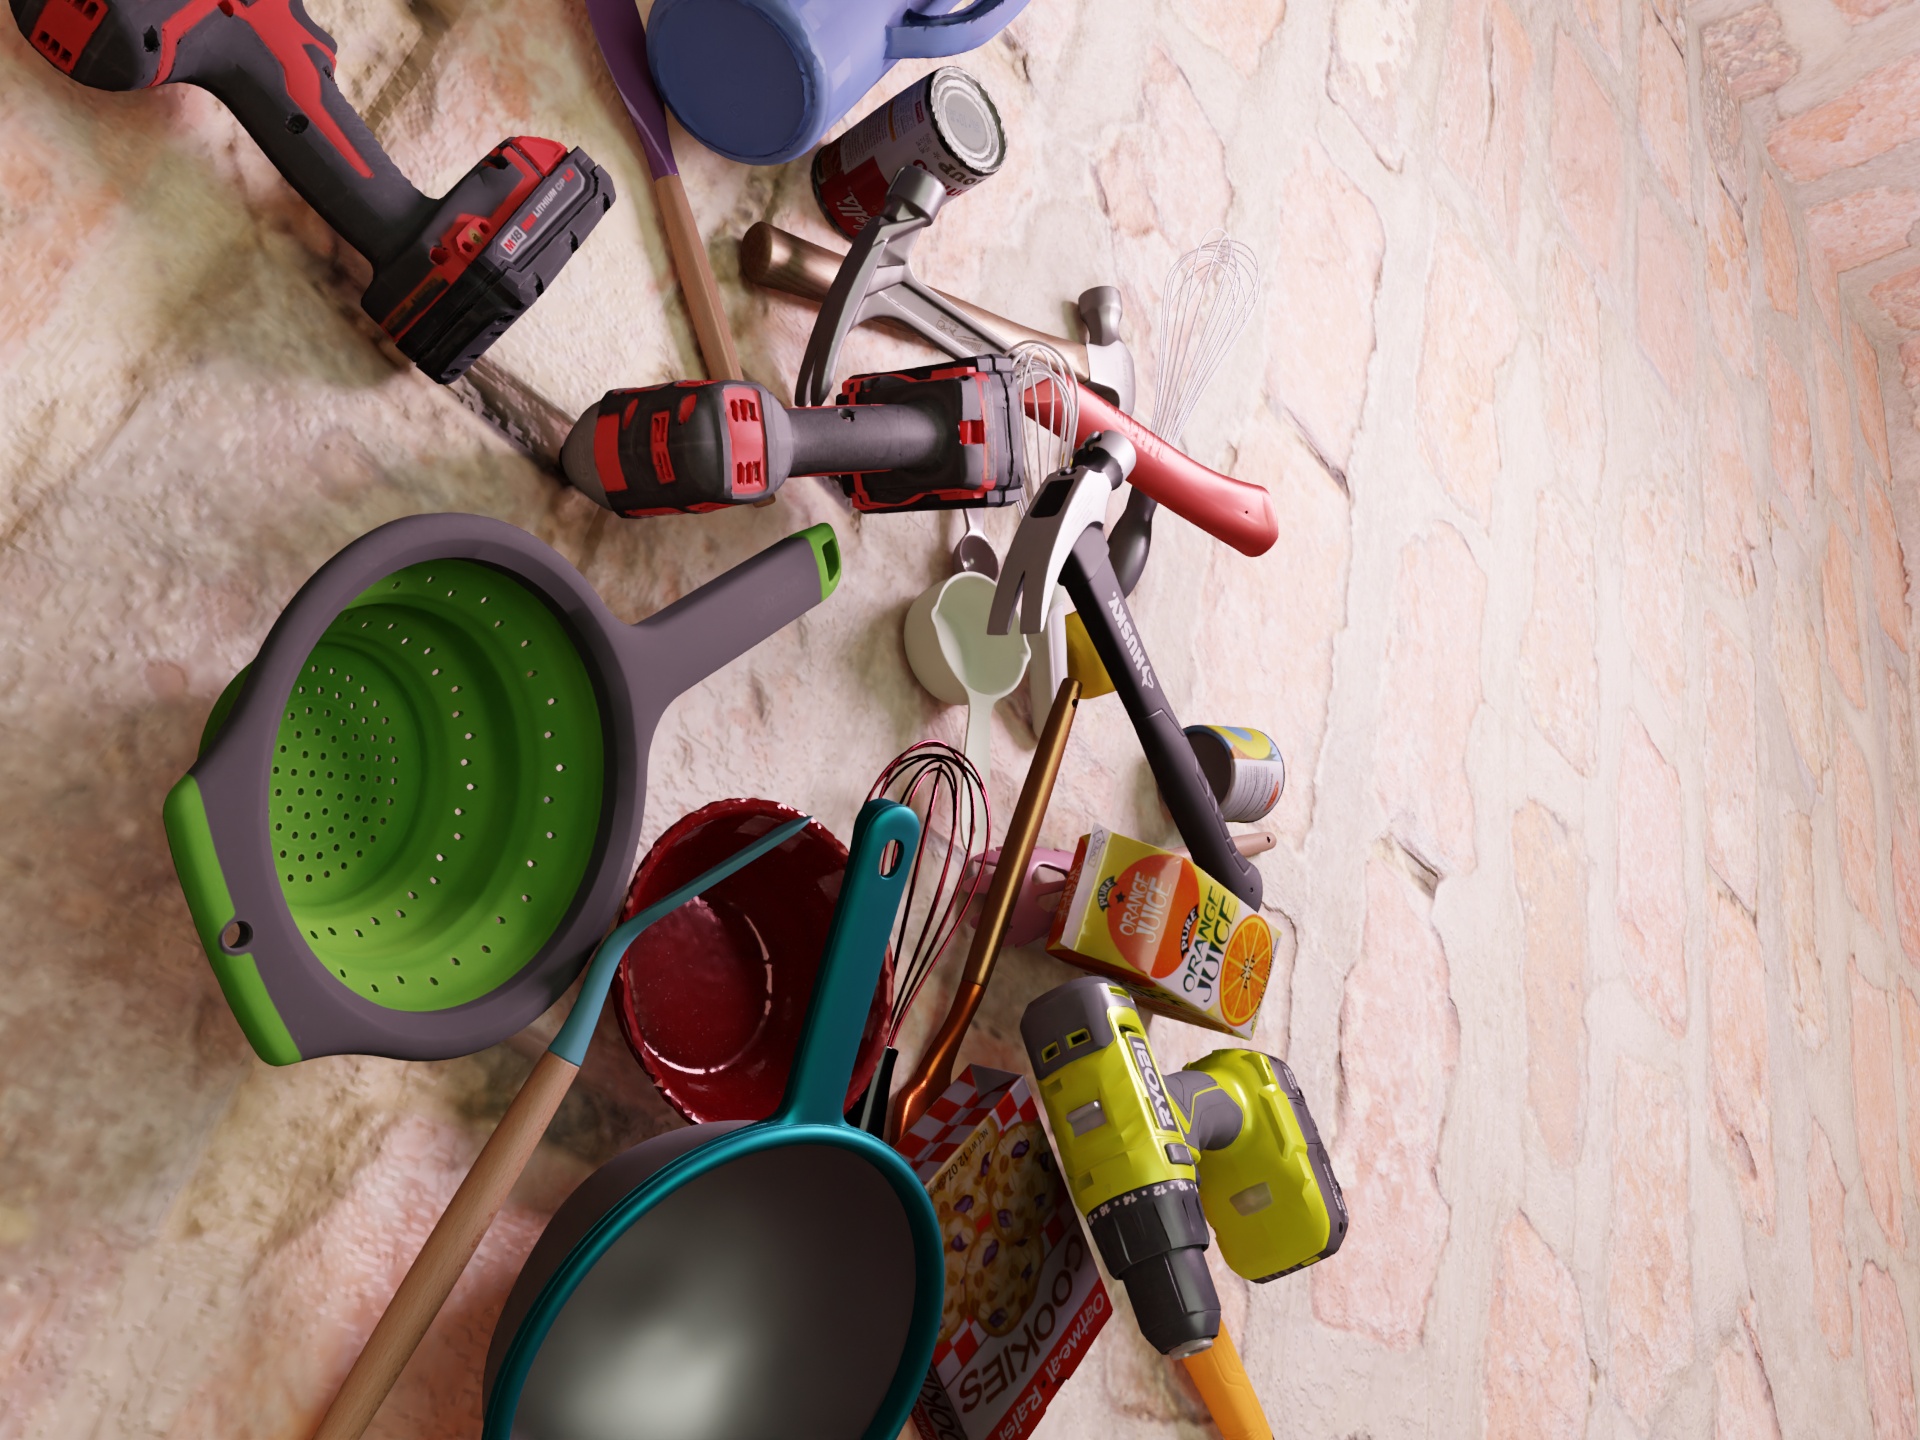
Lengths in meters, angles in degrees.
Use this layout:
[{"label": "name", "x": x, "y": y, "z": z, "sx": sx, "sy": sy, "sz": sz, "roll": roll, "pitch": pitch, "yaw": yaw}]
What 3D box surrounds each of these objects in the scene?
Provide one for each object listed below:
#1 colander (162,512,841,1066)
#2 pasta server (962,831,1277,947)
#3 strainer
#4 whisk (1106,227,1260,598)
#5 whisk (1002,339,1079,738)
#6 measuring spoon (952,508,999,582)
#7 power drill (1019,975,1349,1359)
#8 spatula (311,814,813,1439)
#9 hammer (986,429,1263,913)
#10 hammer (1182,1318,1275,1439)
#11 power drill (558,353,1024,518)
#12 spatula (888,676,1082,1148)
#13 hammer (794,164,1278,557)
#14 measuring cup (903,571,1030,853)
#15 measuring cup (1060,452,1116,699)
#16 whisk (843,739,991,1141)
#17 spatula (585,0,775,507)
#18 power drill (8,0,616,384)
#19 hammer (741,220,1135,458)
[{"label": "colander", "x": -0.185, "y": -0.010, "z": 0.682, "sx": 0.397, "sy": 0.094, "sz": 0.204, "roll": -42, "pitch": 128, "yaw": -53}, {"label": "pasta server", "x": 0.117, "y": 0.095, "z": 1.021, "sx": 0.316, "sy": 0.040, "sz": 0.060, "roll": -4, "pitch": 80, "yaw": -51}, {"label": "strainer", "x": -0.097, "y": 0.189, "z": 0.658, "sx": 0.210, "sy": 0.095, "sz": 0.340, "roll": 16, "pitch": 91, "yaw": -42}, {"label": "whisk", "x": 0.145, "y": -0.210, "z": 1.094, "sx": 0.070, "sy": 0.070, "sz": 0.285, "roll": 28, "pitch": 75, "yaw": -38}, {"label": "whisk", "x": 0.049, "y": -0.102, "z": 0.947, "sx": 0.058, "sy": 0.059, "sz": 0.246, "roll": -30, "pitch": 122, "yaw": -49}, {"label": "measuring spoon", "x": 0.001, "y": -0.137, "z": 0.985, "sx": 0.034, "sy": 0.018, "sz": 0.124, "roll": 14, "pitch": 61, "yaw": -43}, {"label": "power drill", "x": 0.131, "y": 0.252, "z": 0.885, "sx": 0.228, "sy": 0.080, "sz": 0.191, "roll": 27, "pitch": 37, "yaw": -52}, {"label": "spatula", "x": -0.162, "y": 0.163, "z": 0.630, "sx": 0.044, "sy": 0.082, "sz": 0.317, "roll": 33, "pitch": 74, "yaw": -11}, {"label": "hammer", "x": 0.114, "y": 0.005, "z": 0.948, "sx": 0.146, "sy": 0.035, "sz": 0.334, "roll": -56, "pitch": 132, "yaw": -36}, {"label": "hammer", "x": 0.168, "y": 0.433, "z": 0.957, "sx": 0.127, "sy": 0.034, "sz": 0.337, "roll": -34, "pitch": 102, "yaw": -47}, {"label": "power drill", "x": -0.084, "y": -0.137, "z": 0.789, "sx": 0.219, "sy": 0.143, "sz": 0.078, "roll": -12, "pitch": 102, "yaw": -44}, {"label": "spatula", "x": 0.022, "y": 0.123, "z": 0.872, "sx": 0.081, "sy": 0.041, "sz": 0.323, "roll": 34, "pitch": 67, "yaw": -41}, {"label": "hammer", "x": 0.068, "y": -0.182, "z": 0.989, "sx": 0.358, "sy": 0.037, "sz": 0.149, "roll": 26, "pitch": 86, "yaw": -34}, {"label": "measuring cup", "x": -0.001, "y": -0.003, "z": 0.919, "sx": 0.083, "sy": 0.038, "sz": 0.168, "roll": 19, "pitch": 66, "yaw": -42}, {"label": "measuring cup", "x": 0.067, "y": -0.086, "z": 0.979, "sx": 0.029, "sy": 0.062, "sz": 0.156, "roll": -23, "pitch": 114, "yaw": -28}, {"label": "whisk", "x": -0.040, "y": 0.149, "z": 0.818, "sx": 0.073, "sy": 0.073, "sz": 0.296, "roll": 28, "pitch": 65, "yaw": -38}, {"label": "spatula", "x": -0.152, "y": -0.267, "z": 0.858, "sx": 0.060, "sy": 0.018, "sz": 0.316, "roll": -18, "pitch": 92, "yaw": -69}, {"label": "power drill", "x": -0.267, "y": -0.283, "z": 0.704, "sx": 0.226, "sy": 0.080, "sz": 0.188, "roll": 42, "pitch": 44, "yaw": -24}, {"label": "hammer", "x": 0.000, "y": -0.248, "z": 1.004, "sx": 0.331, "sy": 0.031, "sz": 0.130, "roll": 6, "pitch": 73, "yaw": -45}]
